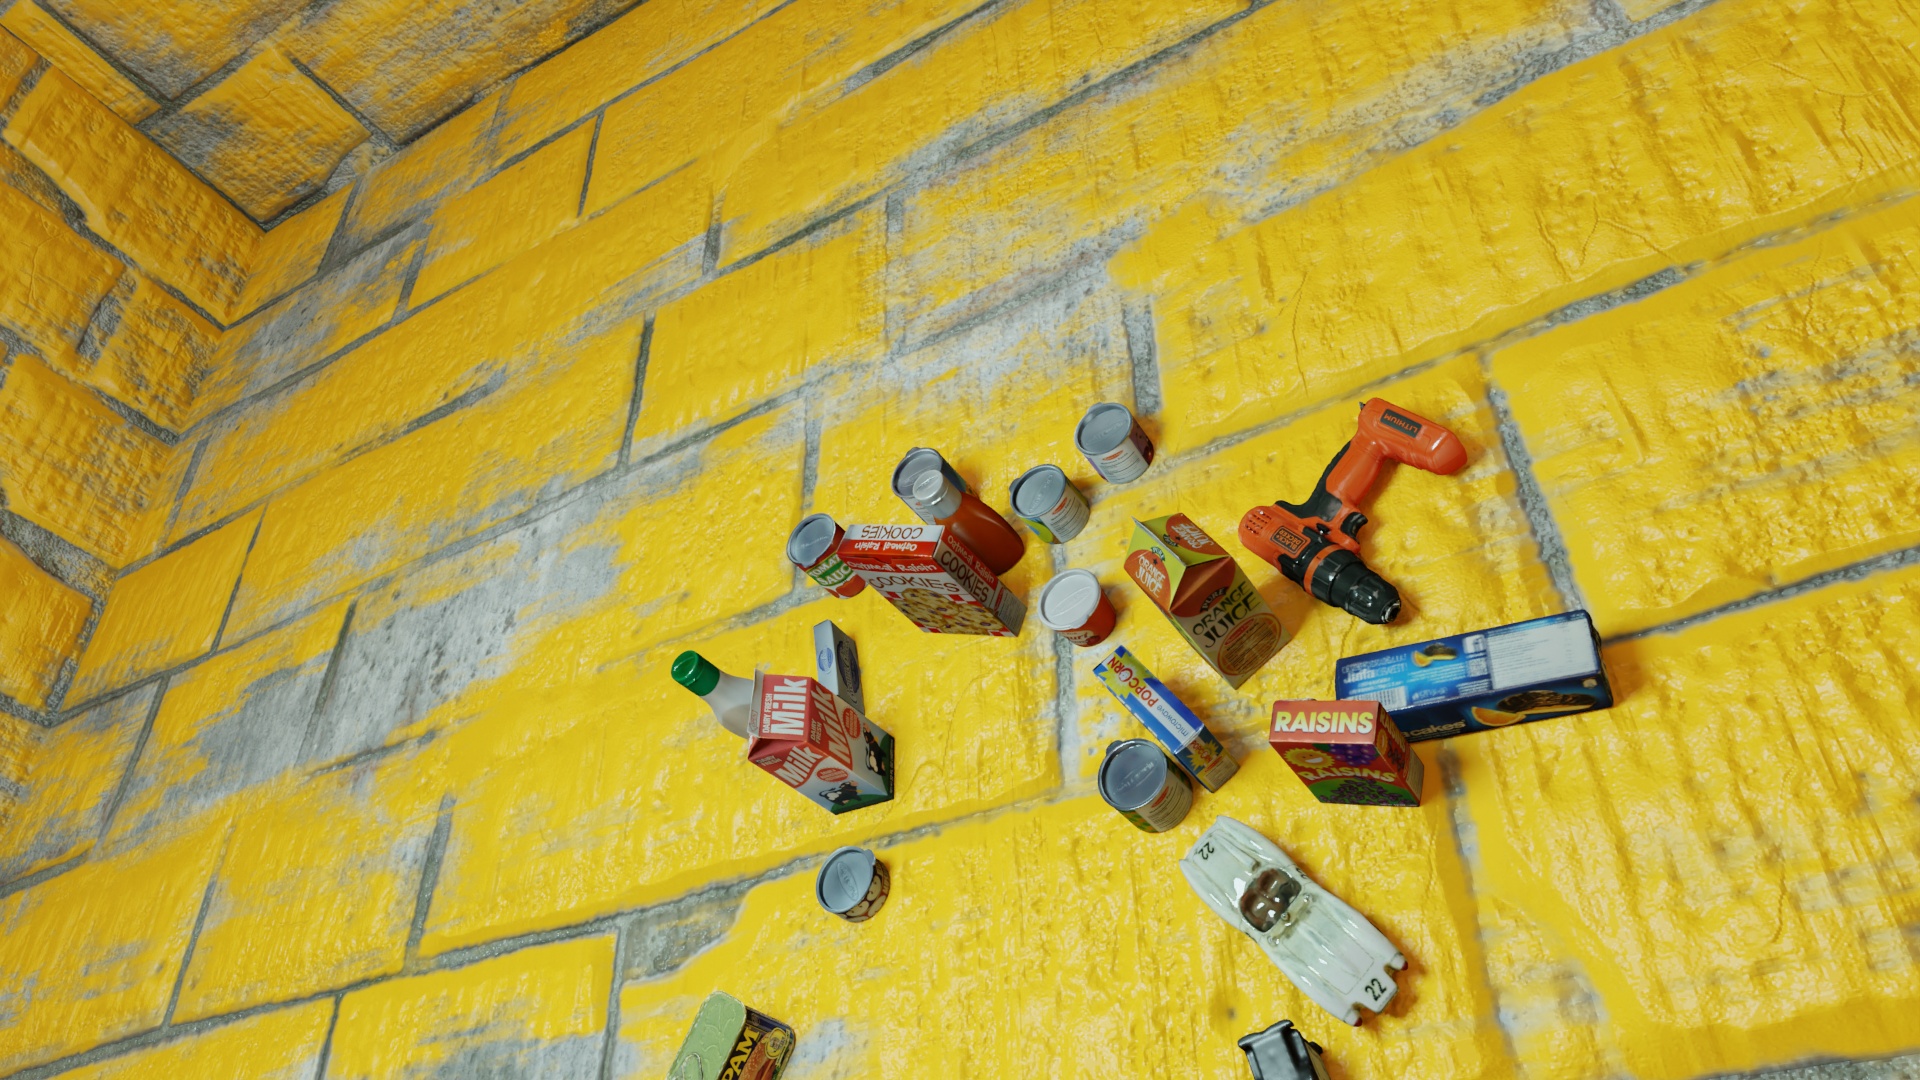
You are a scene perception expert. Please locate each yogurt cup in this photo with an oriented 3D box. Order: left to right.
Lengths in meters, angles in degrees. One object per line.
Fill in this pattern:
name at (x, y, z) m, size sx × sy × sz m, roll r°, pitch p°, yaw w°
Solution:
yogurt cup at (0.117, 0.068, 1.359) m, size 0.072 × 0.054 × 0.073 m, roll -19°, pitch 49°, yaw 24°

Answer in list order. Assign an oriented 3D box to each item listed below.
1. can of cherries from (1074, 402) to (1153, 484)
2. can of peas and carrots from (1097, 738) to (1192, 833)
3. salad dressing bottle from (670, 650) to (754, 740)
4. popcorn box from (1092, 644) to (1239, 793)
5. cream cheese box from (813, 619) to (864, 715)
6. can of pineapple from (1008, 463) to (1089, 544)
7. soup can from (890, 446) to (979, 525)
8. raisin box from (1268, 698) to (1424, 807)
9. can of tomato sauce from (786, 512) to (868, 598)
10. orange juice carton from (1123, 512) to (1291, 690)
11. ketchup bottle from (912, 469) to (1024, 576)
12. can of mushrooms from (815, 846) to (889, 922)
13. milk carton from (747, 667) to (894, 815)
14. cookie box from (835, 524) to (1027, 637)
can of cherries at (0.161, -0.103, 1.451) m, size 0.071 × 0.058 × 0.072 m, roll -19°, pitch 49°, yaw 24°
can of peas and carrots at (0.160, 0.213, 1.214) m, size 0.071 × 0.058 × 0.071 m, roll -19°, pitch 49°, yaw 24°
salad dressing bottle at (-0.248, 0.166, 1.486) m, size 0.064 × 0.147 × 0.044 m, roll -32°, pitch 45°, yaw 13°
popcorn box at (0.181, 0.156, 1.223) m, size 0.038 × 0.085 × 0.127 m, roll -45°, pitch 44°, yaw 0°
cream cheese box at (-0.130, 0.140, 1.487) m, size 0.024 × 0.053 × 0.104 m, roll -27°, pitch 46°, yaw 18°
can of pineapple at (0.093, -0.038, 1.453) m, size 0.071 × 0.057 × 0.071 m, roll -19°, pitch 49°, yaw 24°
soup can at (-0.027, -0.055, 1.535) m, size 0.071 × 0.083 × 0.072 m, roll -19°, pitch 49°, yaw 24°
raisin box at (0.306, 0.168, 1.095) m, size 0.086 × 0.123 × 0.040 m, roll -4°, pitch 57°, yaw 35°
can of tomato sauce at (-0.145, 0.020, 1.566) m, size 0.071 × 0.083 × 0.071 m, roll -19°, pitch 49°, yaw 24°
orange juice carton at (0.209, 0.045, 1.208) m, size 0.073 × 0.192 × 0.072 m, roll -43°, pitch 44°, yaw 2°
ketchup bottle at (0.005, -0.018, 1.437) m, size 0.064 × 0.148 × 0.044 m, roll -33°, pitch 45°, yaw 12°
can of mushrooms at (-0.102, 0.330, 1.337) m, size 0.071 × 0.033 × 0.071 m, roll -19°, pitch 49°, yaw 24°
milk carton at (-0.145, 0.195, 1.357) m, size 0.073 × 0.190 × 0.073 m, roll -20°, pitch 49°, yaw 24°
cookie box at (-0.028, 0.042, 1.402) m, size 0.123 × 0.167 × 0.040 m, roll 0°, pitch 59°, yaw 37°
